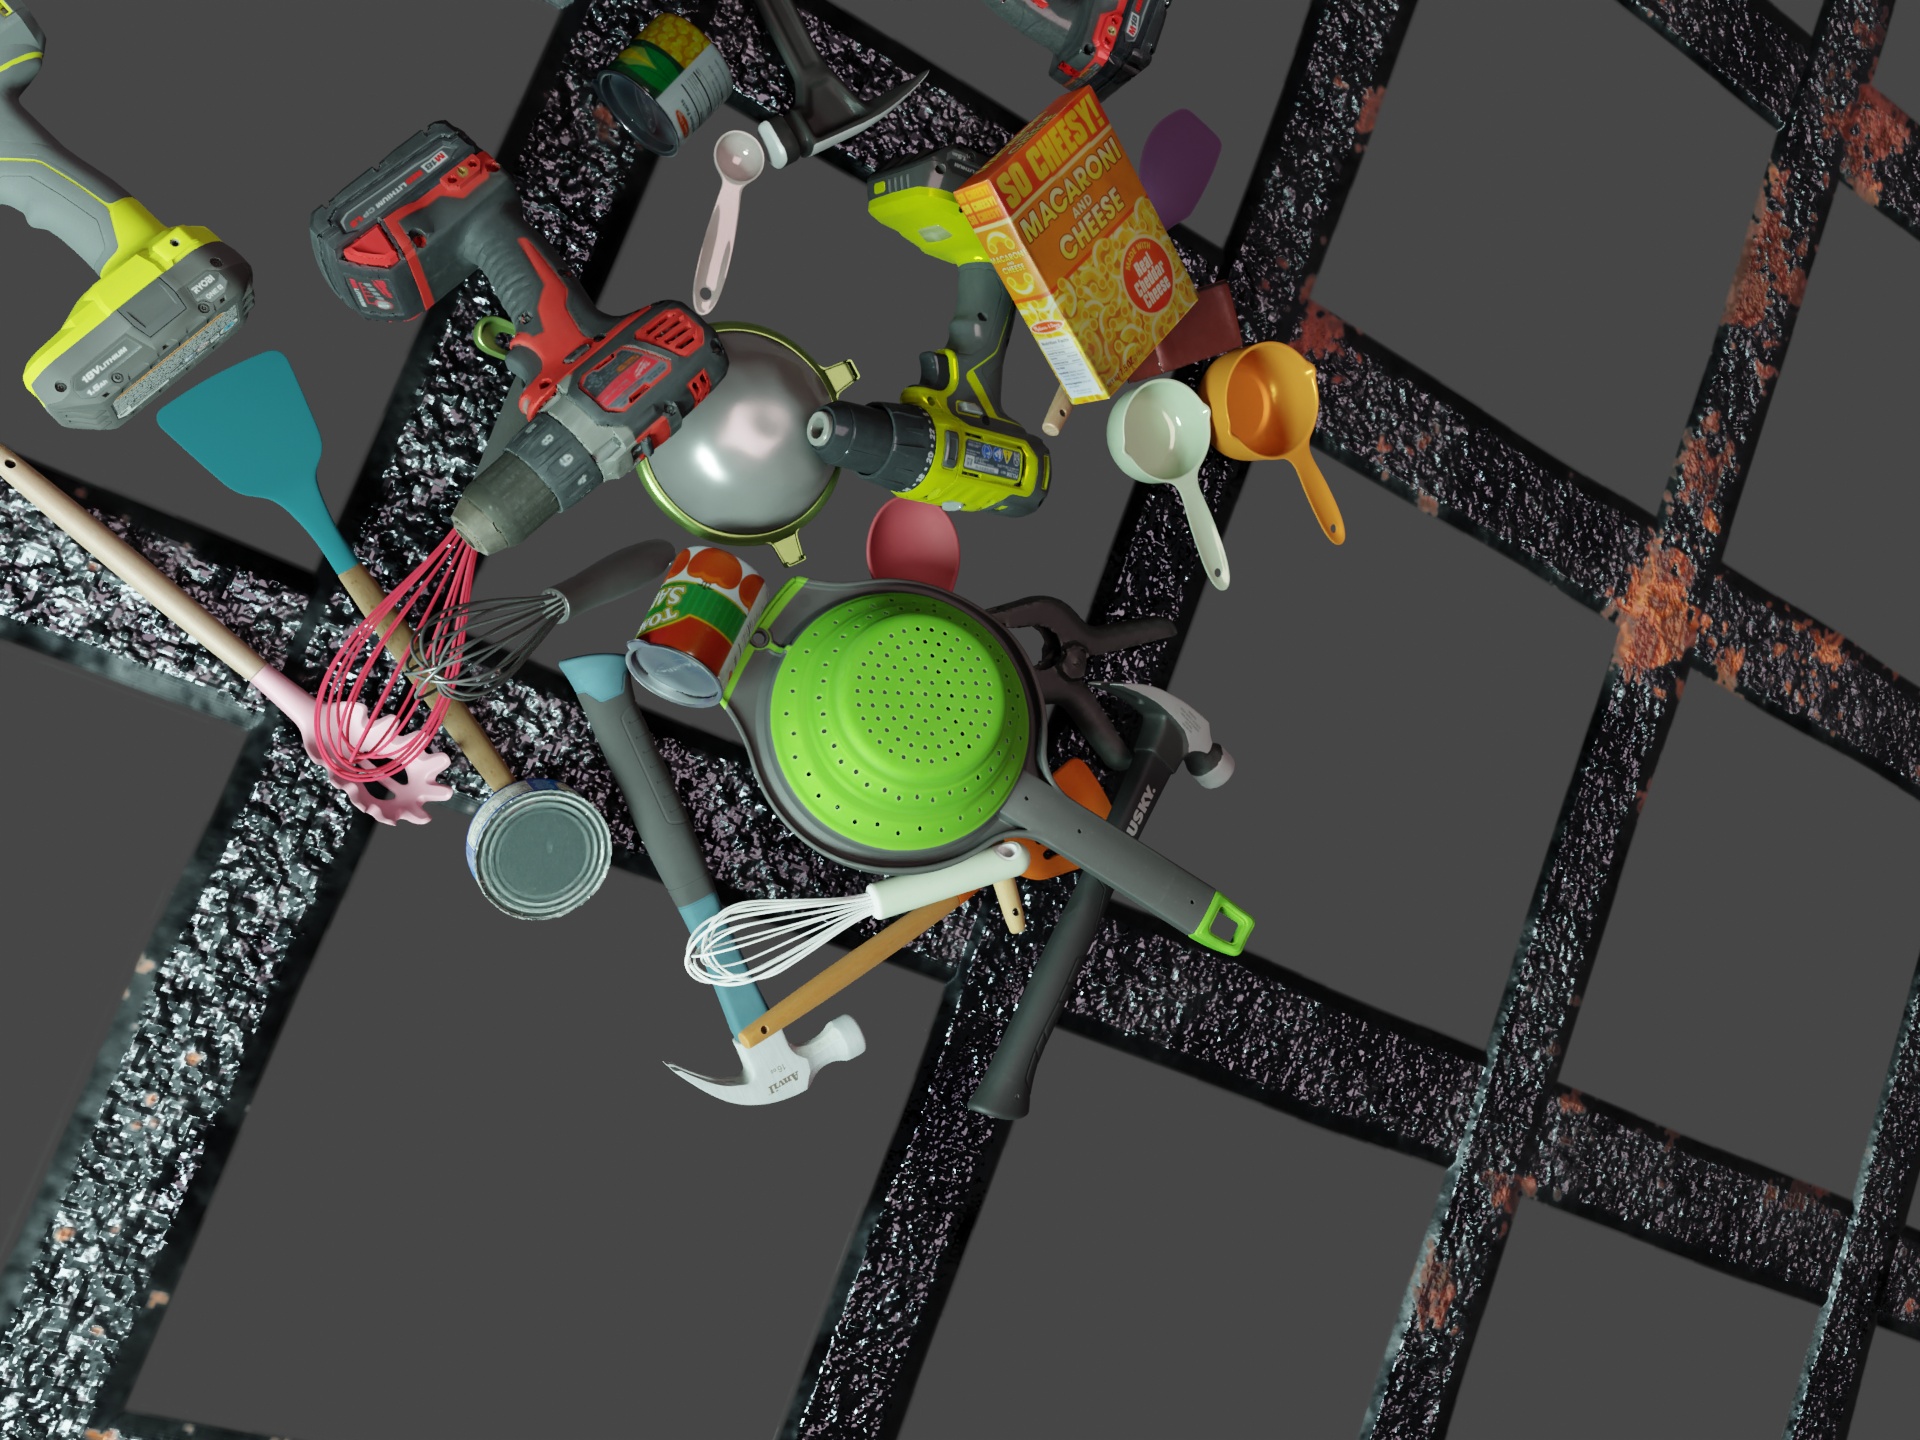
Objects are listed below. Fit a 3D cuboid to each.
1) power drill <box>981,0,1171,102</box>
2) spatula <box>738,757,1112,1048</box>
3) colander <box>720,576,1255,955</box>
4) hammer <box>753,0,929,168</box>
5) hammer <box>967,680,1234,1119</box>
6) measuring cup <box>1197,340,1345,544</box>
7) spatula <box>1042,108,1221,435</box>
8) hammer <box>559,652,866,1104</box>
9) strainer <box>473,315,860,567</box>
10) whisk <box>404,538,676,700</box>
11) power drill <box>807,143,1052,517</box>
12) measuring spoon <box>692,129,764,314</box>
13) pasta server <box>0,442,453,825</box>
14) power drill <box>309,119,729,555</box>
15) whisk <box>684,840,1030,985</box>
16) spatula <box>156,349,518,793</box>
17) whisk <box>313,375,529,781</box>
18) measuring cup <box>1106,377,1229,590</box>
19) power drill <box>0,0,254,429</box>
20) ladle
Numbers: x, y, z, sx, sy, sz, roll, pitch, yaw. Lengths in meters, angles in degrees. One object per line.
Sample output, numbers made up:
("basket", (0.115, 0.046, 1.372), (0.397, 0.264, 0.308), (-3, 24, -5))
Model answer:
("power drill", (0.040, -0.544, 1.116), (0.219, 0.078, 0.143), (20, 83, -20))
("spatula", (-0.019, 0.134, 1.108), (0.322, 0.041, 0.081), (-32, 98, -31))
("colander", (0.036, 0.037, 1.036), (0.397, 0.094, 0.204), (32, 72, -5))
("hammer", (-0.149, -0.546, 1.050), (0.127, 0.034, 0.336), (-33, 104, -19))
("hammer", (0.088, 0.126, 1.123), (0.146, 0.035, 0.335), (42, 66, -36))
("measuring cup", (0.244, -0.209, 1.229), (0.095, 0.052, 0.173), (-40, 112, -18))
("spatula", (0.122, -0.330, 1.156), (0.059, 0.018, 0.316), (34, 65, -20))
("hammer", (-0.179, 0.105, 1.055), (0.128, 0.033, 0.331), (-26, 101, -22))
("strainer", (-0.183, -0.207, 1.025), (0.256, 0.069, 0.151), (19, 84, -25))
("whisk", (-0.244, -0.067, 0.959), (0.239, 0.055, 0.055), (-41, 111, -55))
("power drill", (-0.015, -0.259, 1.075), (0.190, 0.080, 0.228), (6, 89, -43))
("measuring spoon", (-0.161, -0.332, 1.065), (0.034, 0.018, 0.124), (13, 93, -24))
("pasta server", (-0.433, -0.048, 0.935), (0.316, 0.040, 0.060), (44, 61, -18))
("power drill", (-0.274, -0.219, 0.928), (0.227, 0.080, 0.188), (41, 73, 8))
("whisk", (-0.065, 0.124, 1.057), (0.246, 0.058, 0.059), (-16, 133, -19))
("spatula", (-0.359, -0.073, 0.976), (0.082, 0.044, 0.317), (-37, 110, -19))
("whisk", (-0.301, -0.100, 0.949), (0.073, 0.073, 0.296), (28, 76, -22))
("measuring cup", (0.162, -0.175, 1.200), (0.083, 0.038, 0.167), (-29, 105, -21))
("power drill", (-0.522, -0.276, 0.870), (0.223, 0.080, 0.171), (47, 73, -14))
("ladle", (-0.002, -0.004, 1.114), (0.069, 0.031, 0.315), (-16, 90, -17))
